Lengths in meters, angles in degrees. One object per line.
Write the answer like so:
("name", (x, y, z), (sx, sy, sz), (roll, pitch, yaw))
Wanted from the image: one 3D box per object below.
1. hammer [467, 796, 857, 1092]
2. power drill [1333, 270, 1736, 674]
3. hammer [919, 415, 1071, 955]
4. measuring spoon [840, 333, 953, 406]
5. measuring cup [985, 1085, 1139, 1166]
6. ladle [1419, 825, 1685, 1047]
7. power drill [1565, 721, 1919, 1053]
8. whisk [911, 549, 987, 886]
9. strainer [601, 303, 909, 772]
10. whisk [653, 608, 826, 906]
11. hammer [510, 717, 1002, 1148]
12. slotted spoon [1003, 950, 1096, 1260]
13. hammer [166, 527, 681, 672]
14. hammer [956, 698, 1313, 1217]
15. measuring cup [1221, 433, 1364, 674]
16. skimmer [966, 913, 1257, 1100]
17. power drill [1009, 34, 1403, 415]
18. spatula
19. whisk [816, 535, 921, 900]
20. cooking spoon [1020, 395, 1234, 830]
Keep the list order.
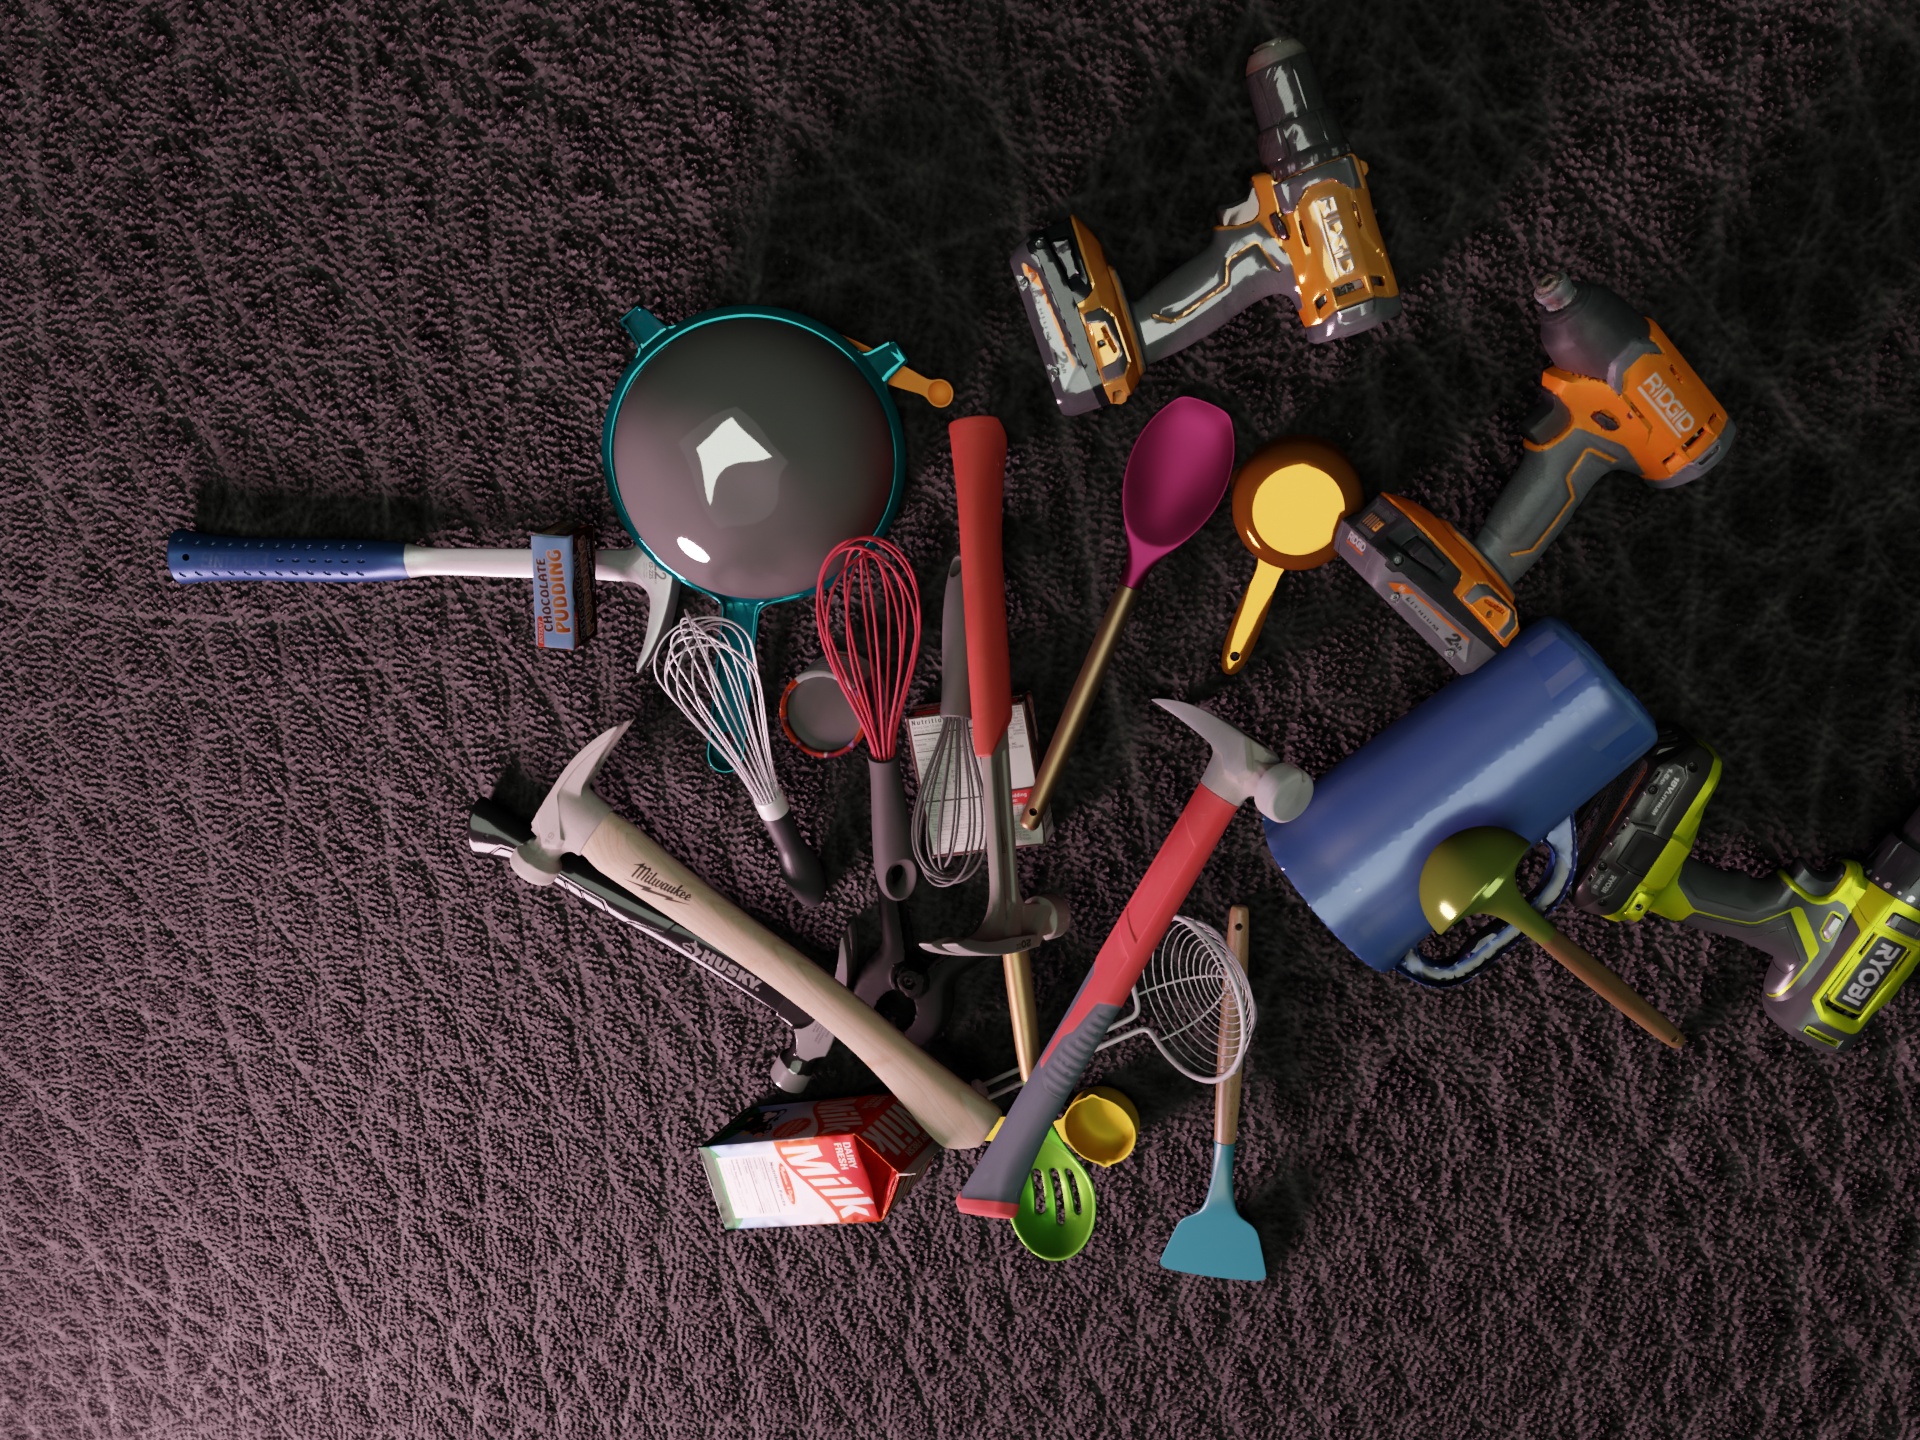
("hammer", (-0.235, 0.152, 1.239), (0.335, 0.035, 0.146), (29, 110, 2))
("power drill", (0.346, -0.156, 0.985), (0.164, 0.084, 0.226), (39, 104, -25))
("hammer", (0.015, -0.025, 1.060), (0.037, 0.149, 0.359), (-6, 85, 32))
("measuring spoon", (-0.057, -0.247, 1.102), (0.117, 0.011, 0.021), (25, 119, 7))
("measuring cup", (0.065, 0.311, 1.237), (0.156, 0.029, 0.062), (-5, 105, 25))
("ladle", (0.400, 0.157, 1.033), (0.319, 0.062, 0.078), (34, 103, -32))
("power drill", (0.537, 0.095, 1.051), (0.228, 0.080, 0.190), (26, 109, 0))
("whisk", (-0.002, -0.004, 1.103), (0.055, 0.055, 0.239), (2, 81, 10))
("strainer", (-0.151, -0.108, 1.095), (0.211, 0.095, 0.340), (7, 111, -5))
("whisk", (-0.145, 0.035, 1.133), (0.070, 0.070, 0.284), (-7, 131, 13))
("hammer", (-0.136, 0.170, 1.177), (0.410, 0.038, 0.146), (37, 107, 2))
("slotted spoon", (0.051, 0.234, 1.148), (0.070, 0.031, 0.314), (-6, 95, 24))
("hammer", (-0.403, -0.114, 1.193), (0.405, 0.035, 0.144), (2, 106, 10))
("hammer", (0.094, 0.172, 1.098), (0.038, 0.143, 0.386), (22, 102, -38))
("measuring cup", (0.210, -0.105, 1.067), (0.095, 0.052, 0.173), (21, 107, 4))
("skimmer", (0.055, 0.258, 1.183), (0.363, 0.090, 0.127), (-29, 75, 19))
("power drill", (0.147, -0.308, 1.009), (0.226, 0.084, 0.185), (-18, 101, 11))
("spatula", (0.200, 0.288, 1.201), (0.082, 0.044, 0.317), (4, 102, 11))
("whisk", (-0.054, 0.007, 1.094), (0.073, 0.073, 0.295), (3, 123, 10))
("cooking spoon", (0.106, -0.069, 1.098), (0.069, 0.017, 0.319), (23, 100, 4))
